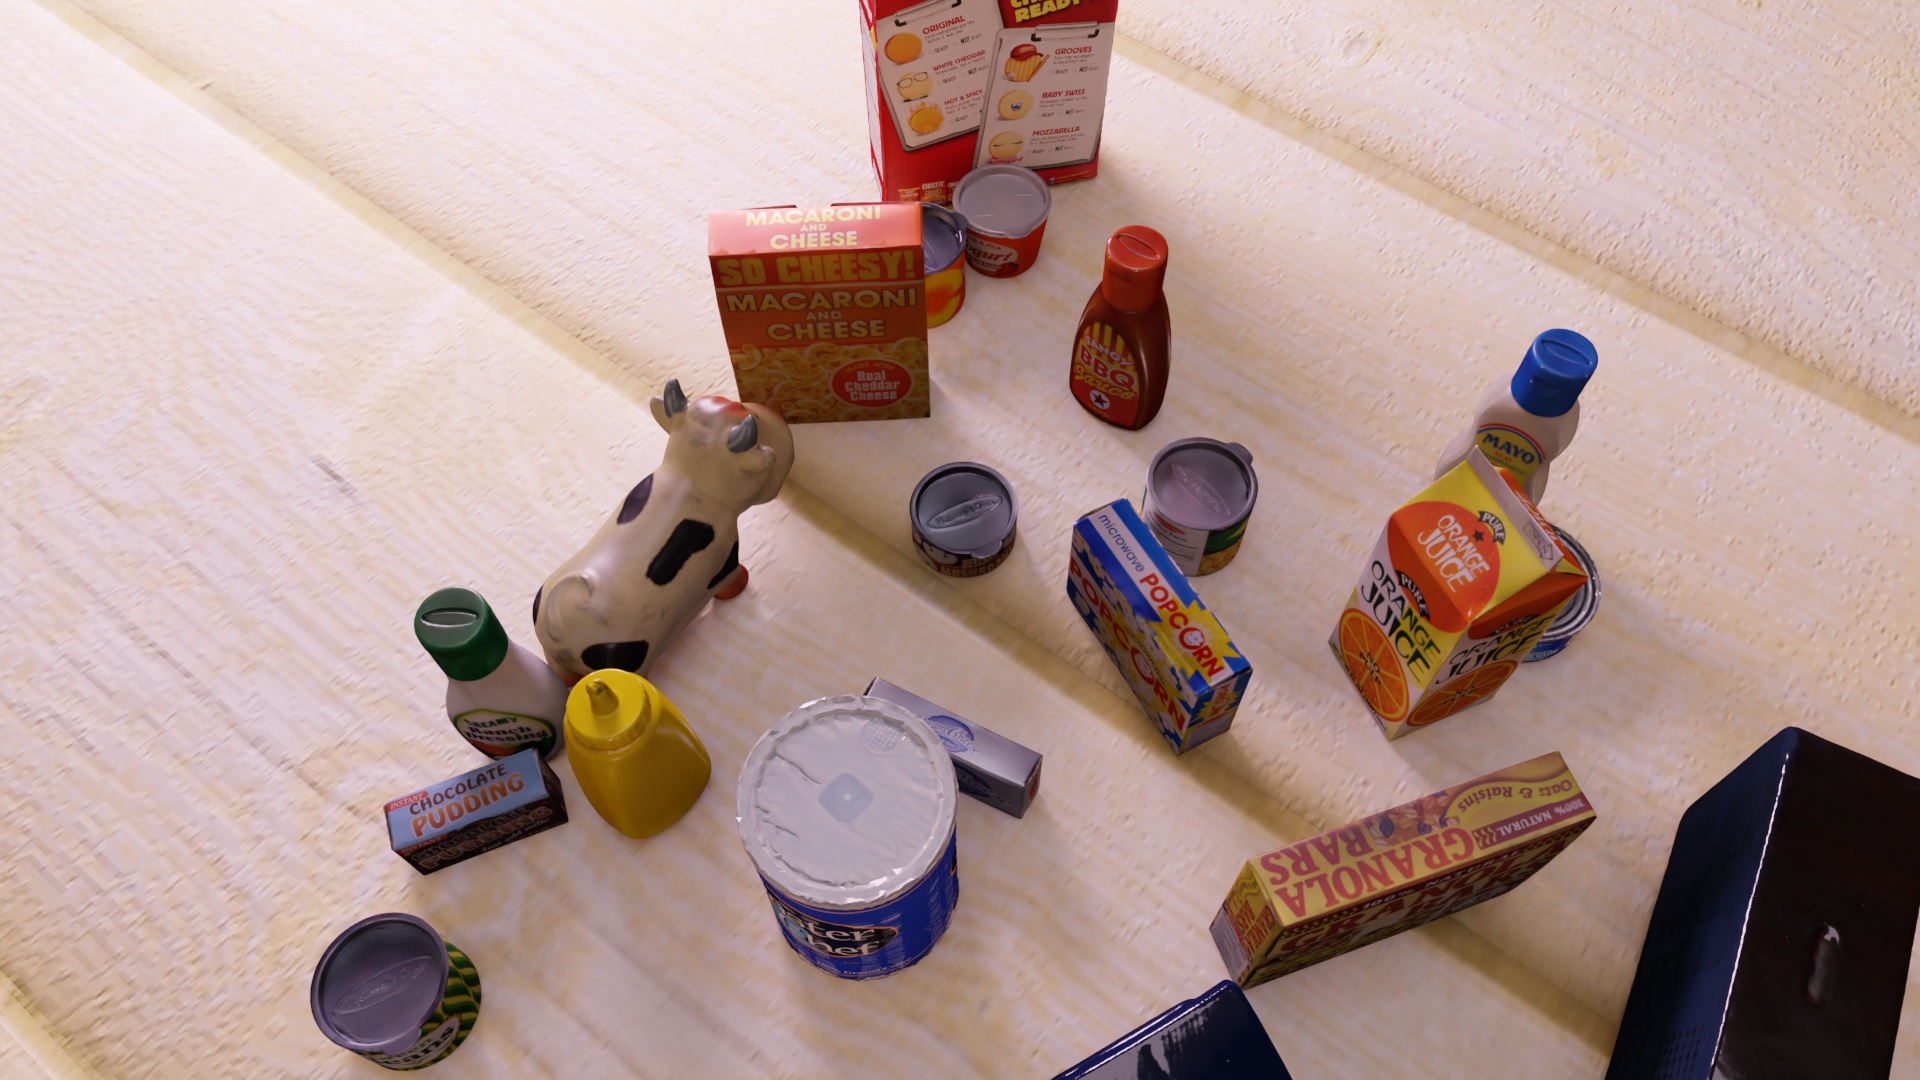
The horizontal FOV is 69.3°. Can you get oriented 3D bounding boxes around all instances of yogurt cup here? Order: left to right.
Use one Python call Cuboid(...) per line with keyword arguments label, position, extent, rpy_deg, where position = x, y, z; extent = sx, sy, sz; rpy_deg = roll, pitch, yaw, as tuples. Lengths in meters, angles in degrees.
Cuboid(label="yogurt cup", position=(0.029, -0.221, 0.971), extent=(0.072, 0.053, 0.073), rpy_deg=(0, 59, 0))

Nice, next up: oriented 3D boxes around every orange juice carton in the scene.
Cuboid(label="orange juice carton", position=(0.264, 0.029, 0.740), extent=(0.073, 0.191, 0.072), rpy_deg=(-20, 61, -11))

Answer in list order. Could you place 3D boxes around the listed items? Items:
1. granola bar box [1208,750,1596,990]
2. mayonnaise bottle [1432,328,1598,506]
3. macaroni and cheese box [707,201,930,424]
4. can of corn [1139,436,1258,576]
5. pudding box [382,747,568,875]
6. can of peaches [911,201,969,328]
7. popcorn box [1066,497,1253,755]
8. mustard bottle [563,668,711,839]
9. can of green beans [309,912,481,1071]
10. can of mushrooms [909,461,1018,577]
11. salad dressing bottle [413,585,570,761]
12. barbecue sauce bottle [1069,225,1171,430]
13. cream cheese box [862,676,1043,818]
Cuboid(label="granola bar box", position=(0.216, 0.169, 0.695), extent=(0.166, 0.123, 0.039), rpy_deg=(-17, 61, -10))
Cuboid(label="mayonnaise bottle", position=(0.331, -0.066, 0.823), extent=(0.065, 0.147, 0.041), rpy_deg=(30, 64, 17))
Cuboid(label="macaroni and cheese box", position=(-0.082, -0.136, 0.854), extent=(0.124, 0.165, 0.040), rpy_deg=(-3, 59, -2))
Cuboid(label="can of corn", position=(0.145, -0.021, 0.848), extent=(0.071, 0.058, 0.071), rpy_deg=(0, 59, 0))
Cuboid(label="pudding box", position=(-0.260, 0.147, 0.751), extent=(0.084, 0.049, 0.030), rpy_deg=(-19, 61, -11))
Cuboid(label="can of peaches", position=(-0.027, -0.188, 0.948), extent=(0.071, 0.057, 0.071), rpy_deg=(0, 59, 0))
Cuboid(label="popcorn box", position=(0.109, 0.049, 0.790), extent=(0.038, 0.084, 0.127), rpy_deg=(-26, 62, -14))
Cuboid(label="mustard bottle", position=(-0.170, 0.102, 0.713), extent=(0.049, 0.159, 0.065), rpy_deg=(39, 67, 21))
Cuboid(label="can of green beans", position=(-0.282, 0.227, 0.697), extent=(0.071, 0.057, 0.071), rpy_deg=(0, 59, 0))
Cuboid(label="can of mushrooms", position=(0.003, -0.011, 0.856), extent=(0.071, 0.033, 0.071), rpy_deg=(0, 59, 0))
Cuboid(label="salad dressing bottle", position=(-0.249, 0.074, 0.738), extent=(0.064, 0.147, 0.044), rpy_deg=(0, 59, 0))
Cuboid(label="barbecue sauce bottle", position=(0.103, -0.132, 0.862), extent=(0.065, 0.147, 0.044), rpy_deg=(35, 65, 19))
Cuboid(label="cream cheese box", position=(-0.006, 0.116, 0.768), extent=(0.104, 0.053, 0.024), rpy_deg=(24, 62, 14))
